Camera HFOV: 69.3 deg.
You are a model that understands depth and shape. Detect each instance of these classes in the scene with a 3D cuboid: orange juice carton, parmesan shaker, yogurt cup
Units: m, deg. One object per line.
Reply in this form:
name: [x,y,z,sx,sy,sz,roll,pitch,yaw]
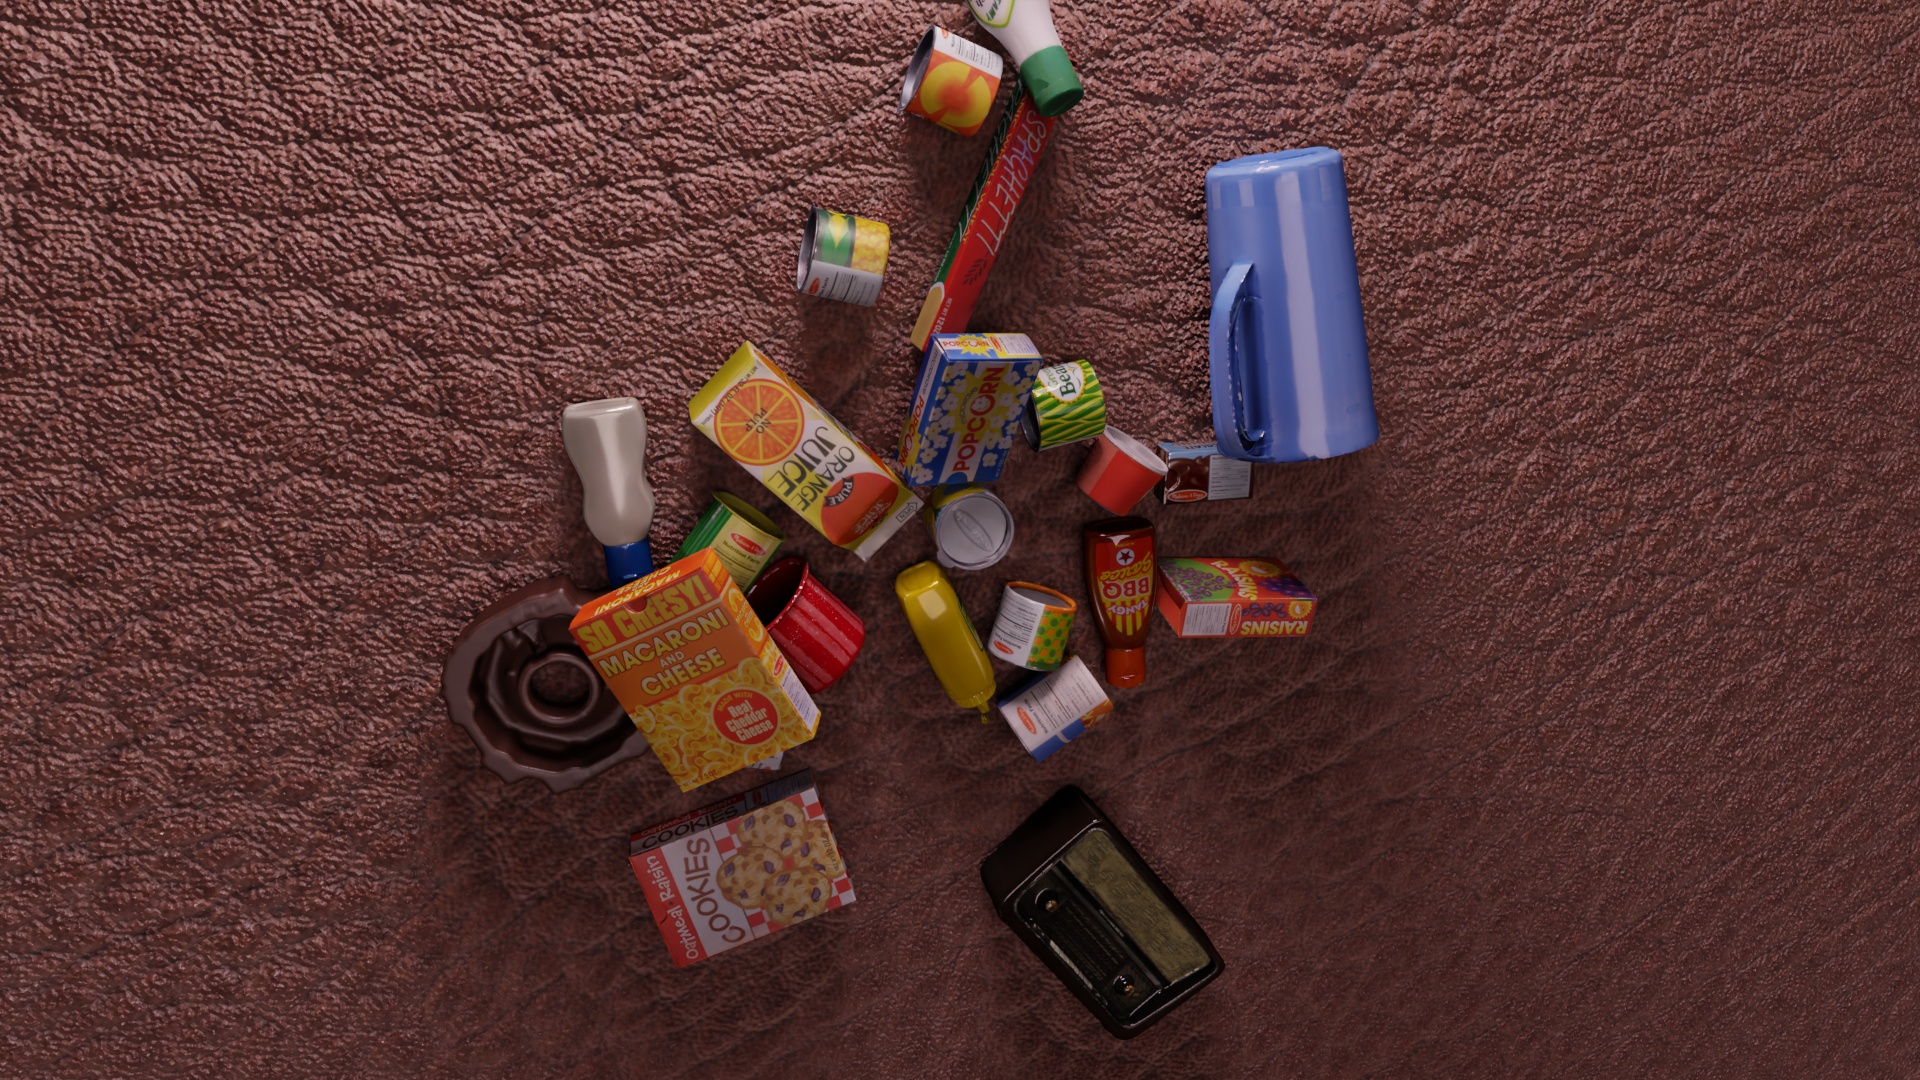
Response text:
orange juice carton: [-0.120,-0.065,1.104,0.192,0.073,0.072,42,95,-22]
parmesan shaker: [-0.199,0.019,1.116,0.071,0.071,0.103,34,98,-21]
yogurt cup: [0.133,-0.057,1.174,0.072,0.072,0.053,29,107,-20]

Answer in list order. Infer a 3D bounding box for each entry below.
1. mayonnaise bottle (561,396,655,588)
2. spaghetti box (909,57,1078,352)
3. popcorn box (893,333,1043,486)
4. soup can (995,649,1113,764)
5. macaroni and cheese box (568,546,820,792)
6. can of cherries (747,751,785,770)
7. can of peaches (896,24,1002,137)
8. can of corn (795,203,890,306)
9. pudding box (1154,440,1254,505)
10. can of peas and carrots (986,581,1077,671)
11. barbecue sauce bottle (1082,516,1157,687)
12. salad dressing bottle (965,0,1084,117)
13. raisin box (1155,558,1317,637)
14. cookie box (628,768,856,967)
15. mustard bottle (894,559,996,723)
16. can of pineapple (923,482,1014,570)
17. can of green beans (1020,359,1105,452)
mayonnaise bottle: [-0.271,-0.036,1.095,0.065,0.041,0.147,-9,110,-9]
spaghetti box: [0.024,-0.261,1.089,0.029,0.050,0.249,20,102,-20]
popcorn box: [0.005,-0.104,1.106,0.085,0.038,0.126,-5,134,-28]
soup can: [0.083,0.147,1.227,0.084,0.071,0.071,-35,112,-2]
macaroni and cheese box: [-0.204,0.102,1.075,0.123,0.040,0.166,-24,111,15]
can of cherries: [-0.178,0.155,1.167,0.058,0.071,0.071,8,106,-15]
can of peaches: [-0.008,-0.343,1.048,0.058,0.071,0.071,18,103,-19]
can of corn: [-0.090,-0.219,1.068,0.058,0.071,0.071,10,105,-17]
pudding box: [0.213,-0.061,1.209,0.084,0.030,0.049,-4,109,-12]
can of peas and carrots: [0.063,0.073,1.198,0.071,0.071,0.058,12,104,-17]
barbecue sauce bottle: [0.142,0.055,1.222,0.065,0.044,0.148,-7,109,-7]
salad dressing bottle: [0.045,-0.384,1.022,0.044,0.064,0.148,-17,78,-44]
raisin box: [0.237,0.049,1.220,0.123,0.086,0.040,0,114,-13]
cookie box: [-0.190,0.288,1.218,0.168,0.040,0.122,-19,111,-7]
mustard bottle: [-0.005,0.094,1.191,0.049,0.065,0.159,-25,117,1]
can of pineapple: [0.004,-0.015,1.159,0.071,0.058,0.070,-4,108,-12]
can of green beans: [0.082,-0.111,1.142,0.058,0.071,0.071,-15,110,-9]
